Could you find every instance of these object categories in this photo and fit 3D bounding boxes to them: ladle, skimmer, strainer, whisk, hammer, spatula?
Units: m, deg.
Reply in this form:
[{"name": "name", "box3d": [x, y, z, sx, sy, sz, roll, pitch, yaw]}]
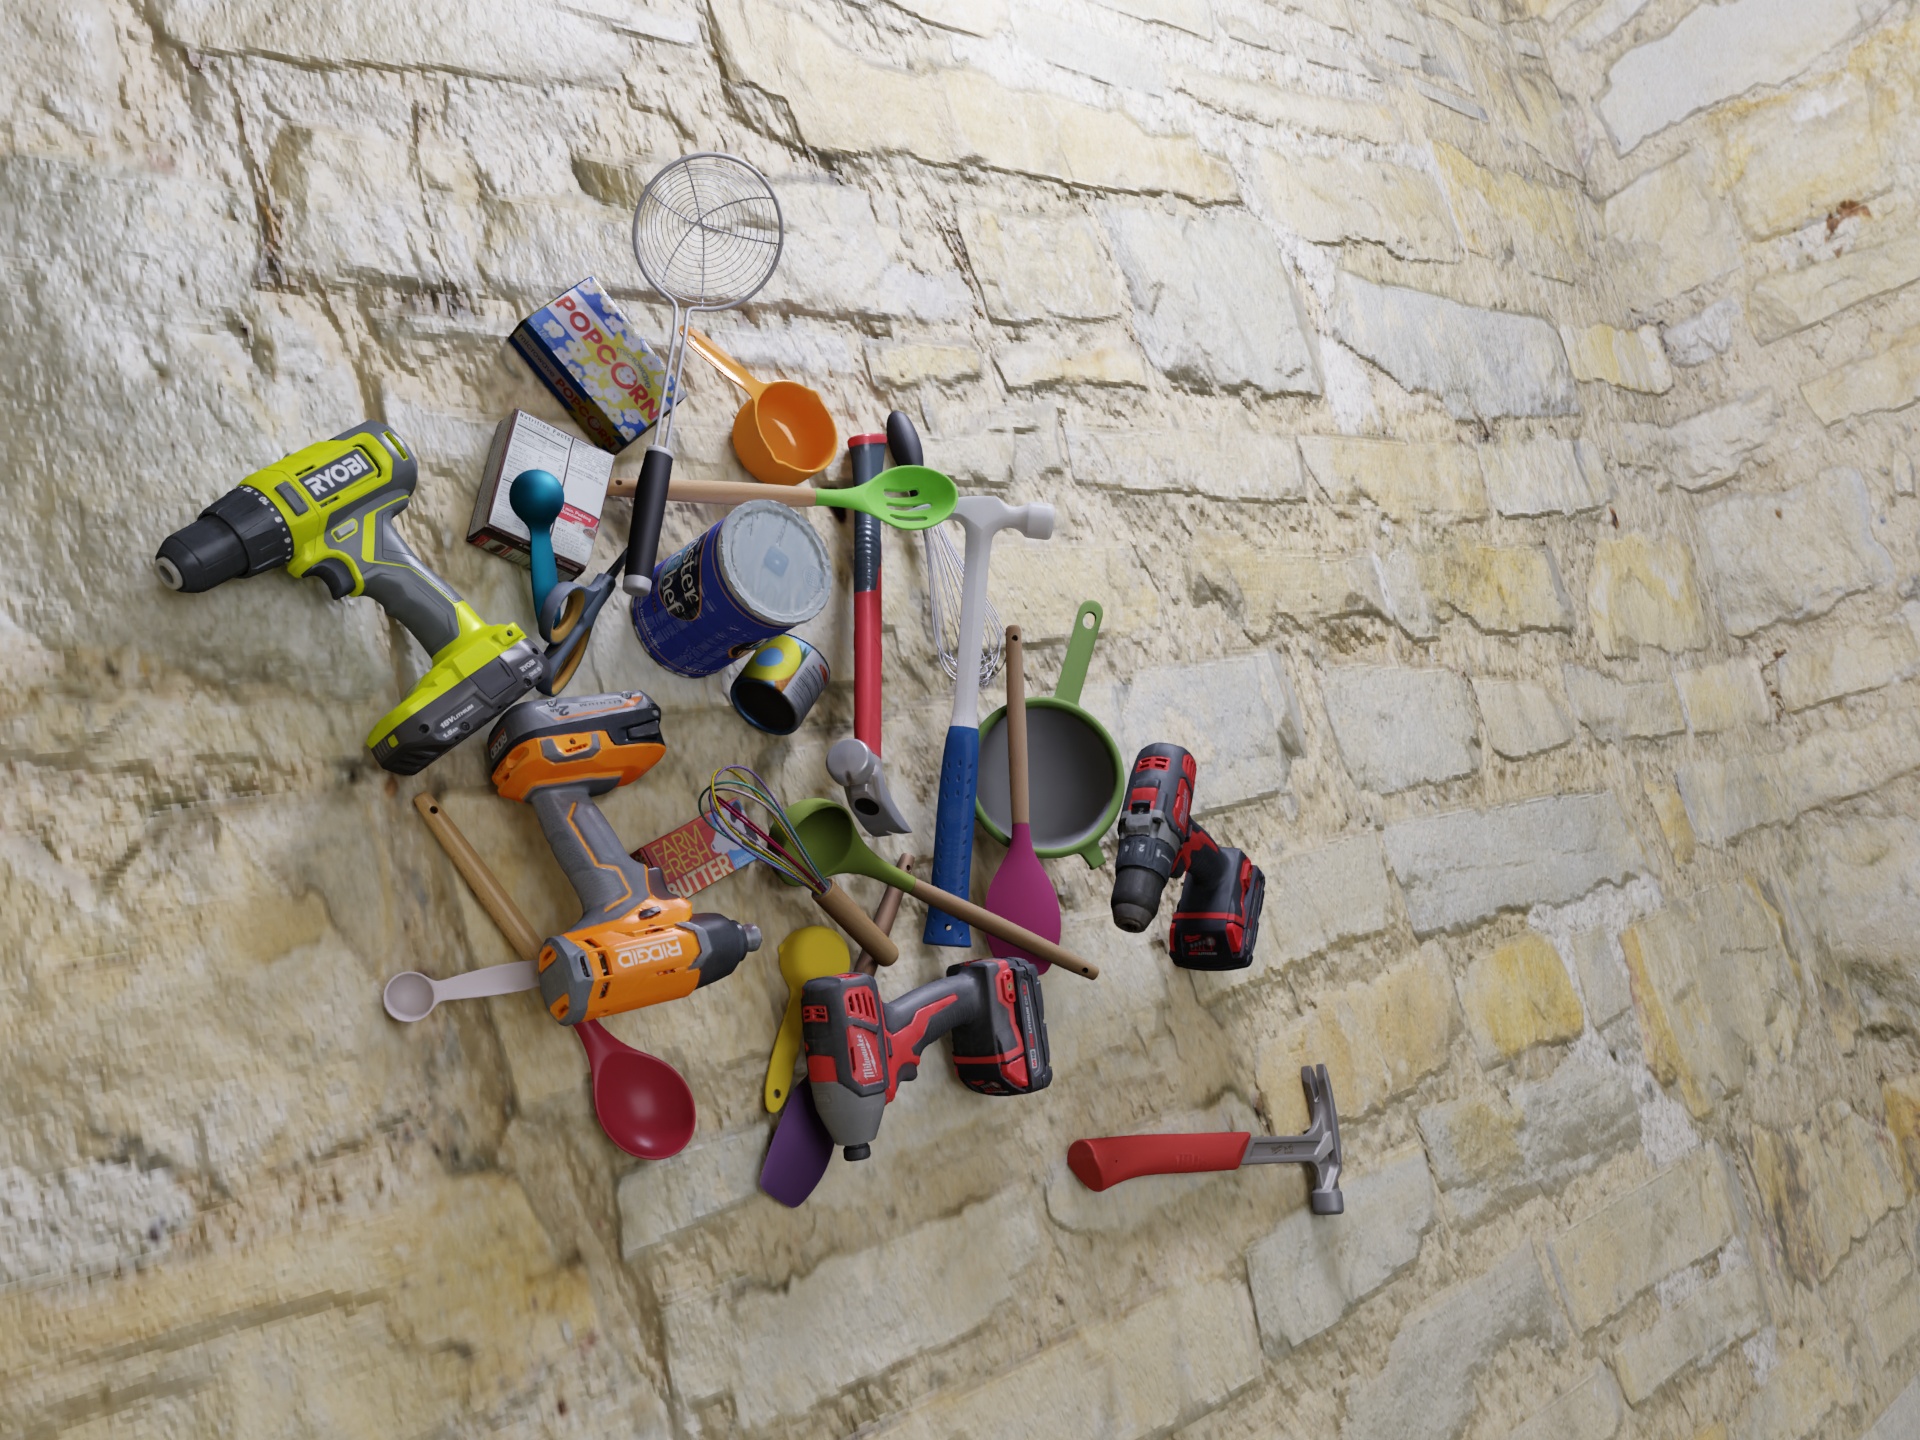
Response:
[{"name": "ladle", "box3d": [-0.016, 0.154, 1.329, 0.320, 0.062, 0.078, 27, 98, -16]}, {"name": "skimmer", "box3d": [-0.222, -0.279, 1.278, 0.127, 0.090, 0.363, 17, 69, -30]}, {"name": "strainer", "box3d": [0.086, 0.010, 1.488, 0.151, 0.069, 0.256, 19, 71, -5]}, {"name": "whisk", "box3d": [-0.123, 0.123, 1.248, 0.051, 0.047, 0.244, -39, 124, 1]}, {"name": "hammer", "box3d": [0.242, 0.402, 1.518, 0.358, 0.037, 0.149, 11, 67, -39]}, {"name": "hammer", "box3d": [-0.002, -0.005, 1.411, 0.144, 0.035, 0.406, 5, 79, -2]}, {"name": "whisk", "box3d": [-0.021, -0.164, 1.499, 0.070, 0.070, 0.285, -6, 72, -42]}, {"name": "spatula", "box3d": [-0.091, 0.244, 1.300, 0.059, 0.018, 0.316, 42, 51, -31]}, {"name": "hammer", "box3d": [-0.078, -0.089, 1.409, 0.143, 0.038, 0.387, 63, 21, -58]}, {"name": "ladle", "box3d": [-0.295, 0.182, 1.139, 0.069, 0.031, 0.315, -39, 98, -37]}]

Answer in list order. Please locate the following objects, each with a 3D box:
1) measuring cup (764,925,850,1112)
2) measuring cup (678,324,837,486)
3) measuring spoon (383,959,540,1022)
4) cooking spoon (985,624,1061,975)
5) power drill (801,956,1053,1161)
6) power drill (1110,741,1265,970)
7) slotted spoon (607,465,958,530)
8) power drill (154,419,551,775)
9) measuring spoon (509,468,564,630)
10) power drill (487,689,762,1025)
[{"name": "measuring cup", "box3d": [-0.125, 0.235, 1.263, 0.062, 0.029, 0.157, 32, 53, -28]}, {"name": "measuring cup", "box3d": [-0.189, -0.276, 1.394, 0.173, 0.052, 0.095, 39, 52, -21]}, {"name": "measuring spoon", "box3d": [-0.336, 0.184, 1.098, 0.124, 0.018, 0.034, -6, 72, -35]}, {"name": "cooking spoon", "box3d": [0.052, 0.068, 1.419, 0.068, 0.017, 0.319, 1, 75, -9]}, {"name": "power drill", "box3d": [-0.030, 0.268, 1.290, 0.219, 0.078, 0.143, -1, 81, -44]}, {"name": "power drill", "box3d": [0.207, 0.154, 1.501, 0.226, 0.080, 0.188, 54, 43, -42]}, {"name": "slotted spoon", "box3d": [-0.151, -0.193, 1.359, 0.313, 0.031, 0.070, -1, 60, -24]}, {"name": "power drill", "box3d": [-0.415, -0.079, 1.102, 0.228, 0.080, 0.190, 53, 47, -8]}, {"name": "measuring spoon", "box3d": [-0.312, -0.125, 1.197, 0.042, 0.021, 0.128, -9, 99, -33]}, {"name": "power drill", "box3d": [-0.242, 0.096, 1.154, 0.164, 0.084, 0.227, -7, 69, -37]}]
